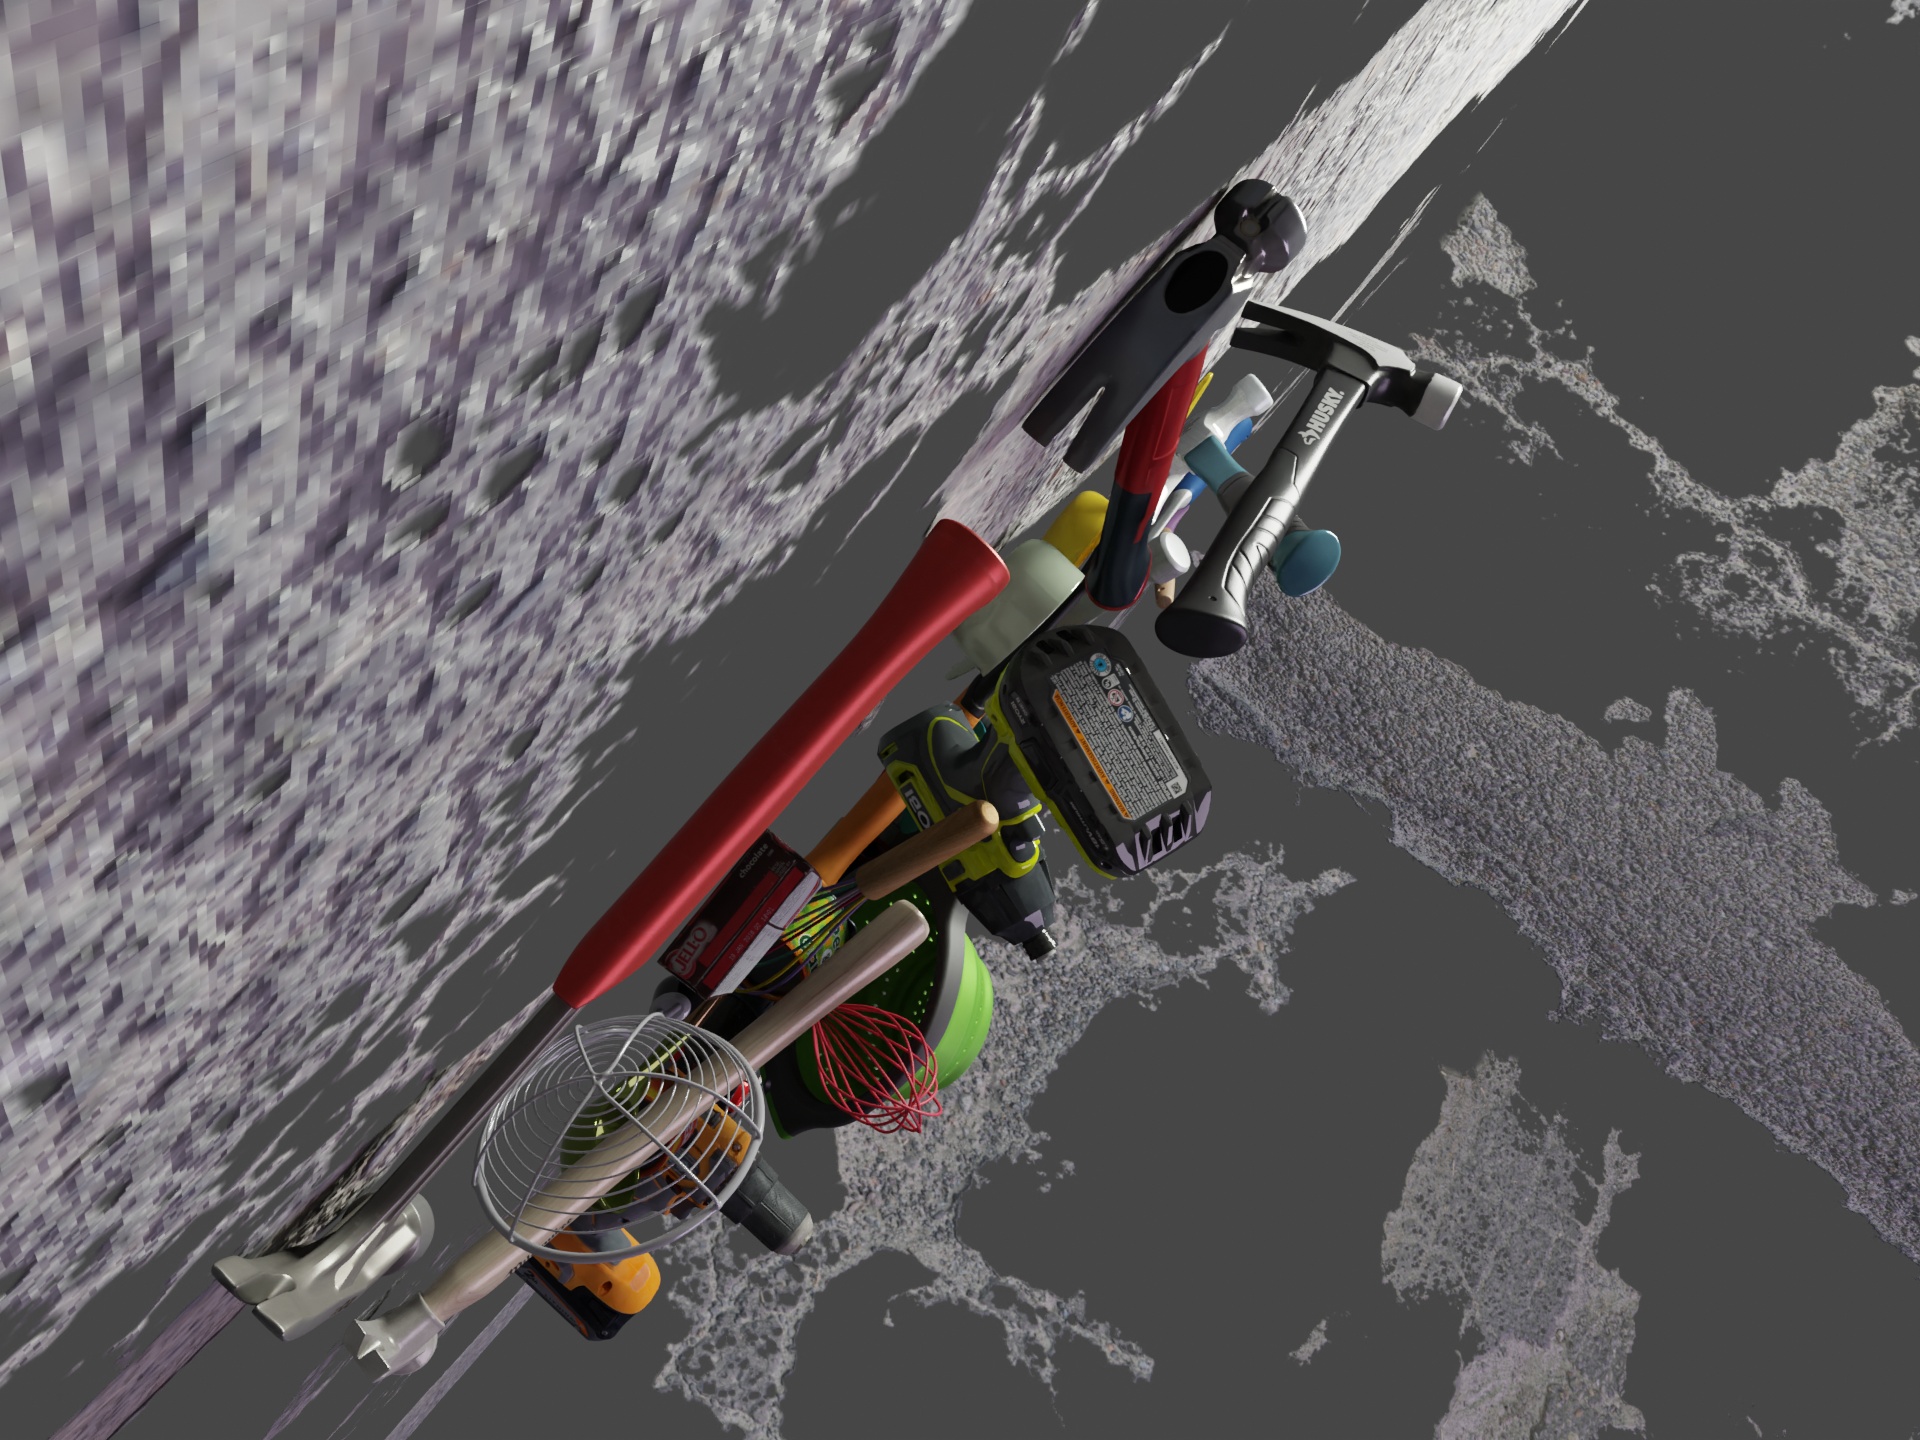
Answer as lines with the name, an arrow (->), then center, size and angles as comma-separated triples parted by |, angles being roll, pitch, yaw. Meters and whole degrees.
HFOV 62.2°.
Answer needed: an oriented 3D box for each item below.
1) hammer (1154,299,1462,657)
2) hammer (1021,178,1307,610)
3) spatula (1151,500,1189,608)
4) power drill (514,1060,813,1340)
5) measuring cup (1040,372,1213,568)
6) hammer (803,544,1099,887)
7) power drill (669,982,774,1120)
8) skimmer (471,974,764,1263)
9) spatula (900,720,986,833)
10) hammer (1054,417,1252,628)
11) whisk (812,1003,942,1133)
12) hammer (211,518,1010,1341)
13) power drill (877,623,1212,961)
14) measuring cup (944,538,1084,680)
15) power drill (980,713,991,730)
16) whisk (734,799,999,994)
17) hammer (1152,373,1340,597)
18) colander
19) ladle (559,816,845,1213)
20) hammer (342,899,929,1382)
hammer -> 0.183, -0.143, 0.919 | 0.335, 0.146, 0.035 | -54, 168, -43
hammer -> 0.083, -0.116, 0.809 | 0.143, 0.038, 0.386 | -48, 171, -10
spatula -> 0.175, -0.153, 1.384 | 0.060, 0.018, 0.316 | -23, -161, 15
power drill -> -0.239, 0.401, 1.276 | 0.226, 0.185, 0.084 | -48, 179, 22
measuring cup -> 0.098, -0.152, 0.965 | 0.156, 0.029, 0.062 | -55, 175, 26
hammer -> -0.002, -0.003, 1.093 | 0.337, 0.034, 0.127 | -47, -170, 10
power drill -> -0.181, 0.253, 1.323 | 0.188, 0.080, 0.226 | -47, 172, -43
skimmer -> -0.155, 0.186, 0.824 | 0.127, 0.090, 0.363 | -10, 177, -3
spatula -> 0.031, -0.021, 1.218 | 0.082, 0.044, 0.318 | -26, -165, 31
hammer -> 0.177, -0.182, 1.351 | 0.144, 0.035, 0.406 | -29, -167, 34
whisk -> -0.092, 0.204, 1.096 | 0.073, 0.073, 0.296 | -49, -150, -9
hammer -> -0.109, 0.062, 0.575 | 0.359, 0.037, 0.149 | -49, 176, -12
power drill -> 0.044, 0.048, 0.930 | 0.080, 0.171, 0.223 | -27, 175, -29
measuring cup -> 0.011, -0.055, 0.888 | 0.083, 0.038, 0.167 | -46, -173, -22
power drill -> 0.020, 0.019, 1.387 | 0.143, 0.078, 0.220 | -52, 173, 25
whisk -> -0.071, 0.102, 0.951 | 0.245, 0.051, 0.047 | -32, -149, 34
hammer -> 0.189, -0.153, 1.069 | 0.128, 0.033, 0.331 | -38, -159, 11
colander -> 0.006, 0.149, 1.147 | 0.397, 0.094, 0.205 | -50, -146, 17
ladle -> -0.166, 0.200, 1.115 | 0.320, 0.062, 0.078 | -52, 152, -17
hammer -> -0.178, 0.239, 0.951 | 0.410, 0.038, 0.146 | -37, 172, -22
